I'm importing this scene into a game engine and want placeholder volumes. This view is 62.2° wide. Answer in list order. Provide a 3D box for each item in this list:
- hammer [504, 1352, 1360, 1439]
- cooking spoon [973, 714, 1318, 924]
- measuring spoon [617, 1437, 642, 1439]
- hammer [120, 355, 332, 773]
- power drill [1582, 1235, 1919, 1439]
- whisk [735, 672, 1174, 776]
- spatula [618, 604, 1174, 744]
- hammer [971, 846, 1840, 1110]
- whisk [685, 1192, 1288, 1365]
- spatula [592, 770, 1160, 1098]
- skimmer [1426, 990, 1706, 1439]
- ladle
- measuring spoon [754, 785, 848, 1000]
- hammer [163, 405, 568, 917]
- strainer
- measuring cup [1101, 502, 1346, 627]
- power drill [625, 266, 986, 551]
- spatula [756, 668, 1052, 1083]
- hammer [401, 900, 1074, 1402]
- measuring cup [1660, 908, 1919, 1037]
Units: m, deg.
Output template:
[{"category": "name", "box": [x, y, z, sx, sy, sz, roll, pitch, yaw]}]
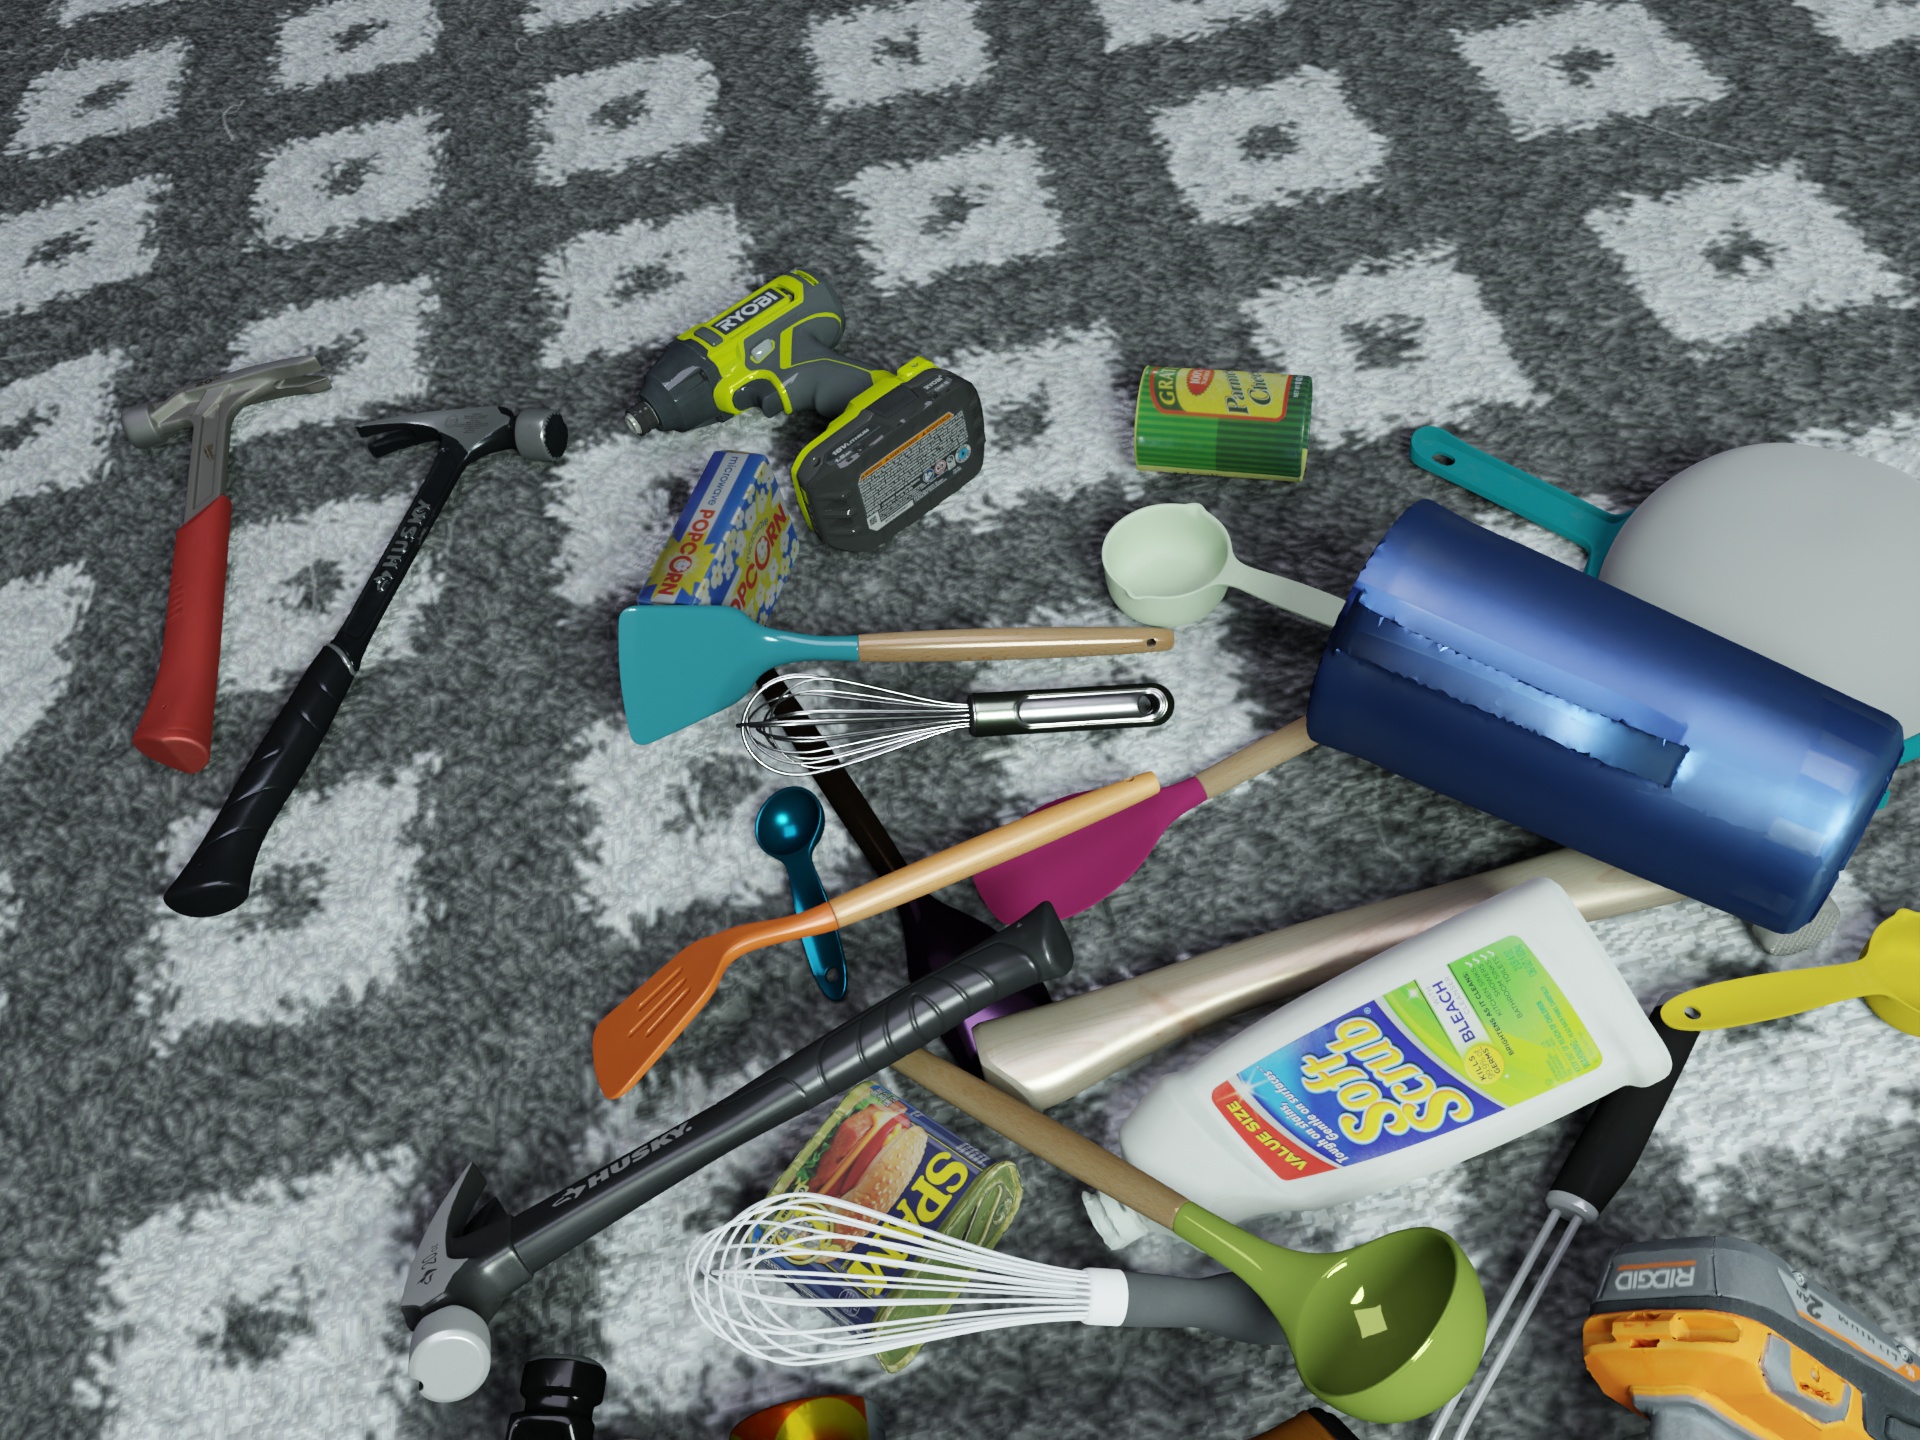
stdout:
[{"category": "hammer", "box": [-0.017, 0.297, 0.592, 0.337, 0.034, 0.127, -7, 51, 11]}, {"category": "cooking spoon", "box": [0.153, 0.026, 0.868, 0.319, 0.017, 0.069, -27, 53, -10]}, {"category": "measuring spoon", "box": [-0.157, 0.368, 0.670, 0.034, 0.018, 0.124, 12, 63, 18]}, {"category": "hammer", "box": [-0.508, -0.115, 1.082, 0.149, 0.036, 0.359, -16, 52, -2]}, {"category": "power drill", "box": [0.282, 0.322, 0.562, 0.164, 0.084, 0.227, 35, 56, -14]}, {"category": "whisk", "box": [-0.001, -0.003, 0.887, 0.246, 0.059, 0.058, -3, 88, -5]}, {"category": "spatula", "box": [-0.032, -0.037, 0.913, 0.317, 0.082, 0.044, -2, 21, -4]}, {"category": "hammer", "box": [0.203, 0.099, 0.786, 0.410, 0.038, 0.146, -16, 51, -4]}, {"category": "whisk", "box": [0.028, 0.236, 0.659, 0.284, 0.070, 0.070, 9, 51, -15]}, {"category": "spatula", "box": [-0.040, 0.098, 0.816, 0.322, 0.041, 0.081, -22, 20, -12]}, {"category": "skimmer", "box": [0.218, 0.233, 0.654, 0.127, 0.090, 0.363, 11, 50, 48]}, {"category": "ladle", "box": [0.070, 0.191, 0.672, 0.320, 0.062, 0.078, 20, 57, 40]}, {"category": "measuring spoon", "box": [-0.079, 0.095, 0.862, 0.042, 0.021, 0.129, -27, 60, 13]}, {"category": "hammer", "box": [-0.393, -0.056, 1.018, 0.149, 0.036, 0.409, 6, 55, 15]}, {"category": "strainer", "box": [0.402, -0.112, 0.880, 0.341, 0.095, 0.211, 34, 66, 28]}, {"category": "measuring cup", "box": [0.162, -0.073, 0.932, 0.168, 0.038, 0.083, 23, 60, 23]}, {"category": "power drill", "box": [-0.106, -0.208, 1.059, 0.171, 0.080, 0.223, -38, 52, -19]}, {"category": "spatula", "box": [-0.042, 0.070, 0.869, 0.060, 0.018, 0.316, -29, 55, -12]}, {"category": "hammer", "box": [-0.095, 0.176, 0.730, 0.335, 0.035, 0.146, -29, 15, -10]}, {"category": "measuring cup", "box": [0.398, 0.128, 0.735, 0.156, 0.029, 0.062, -10, 52, -1]}]
